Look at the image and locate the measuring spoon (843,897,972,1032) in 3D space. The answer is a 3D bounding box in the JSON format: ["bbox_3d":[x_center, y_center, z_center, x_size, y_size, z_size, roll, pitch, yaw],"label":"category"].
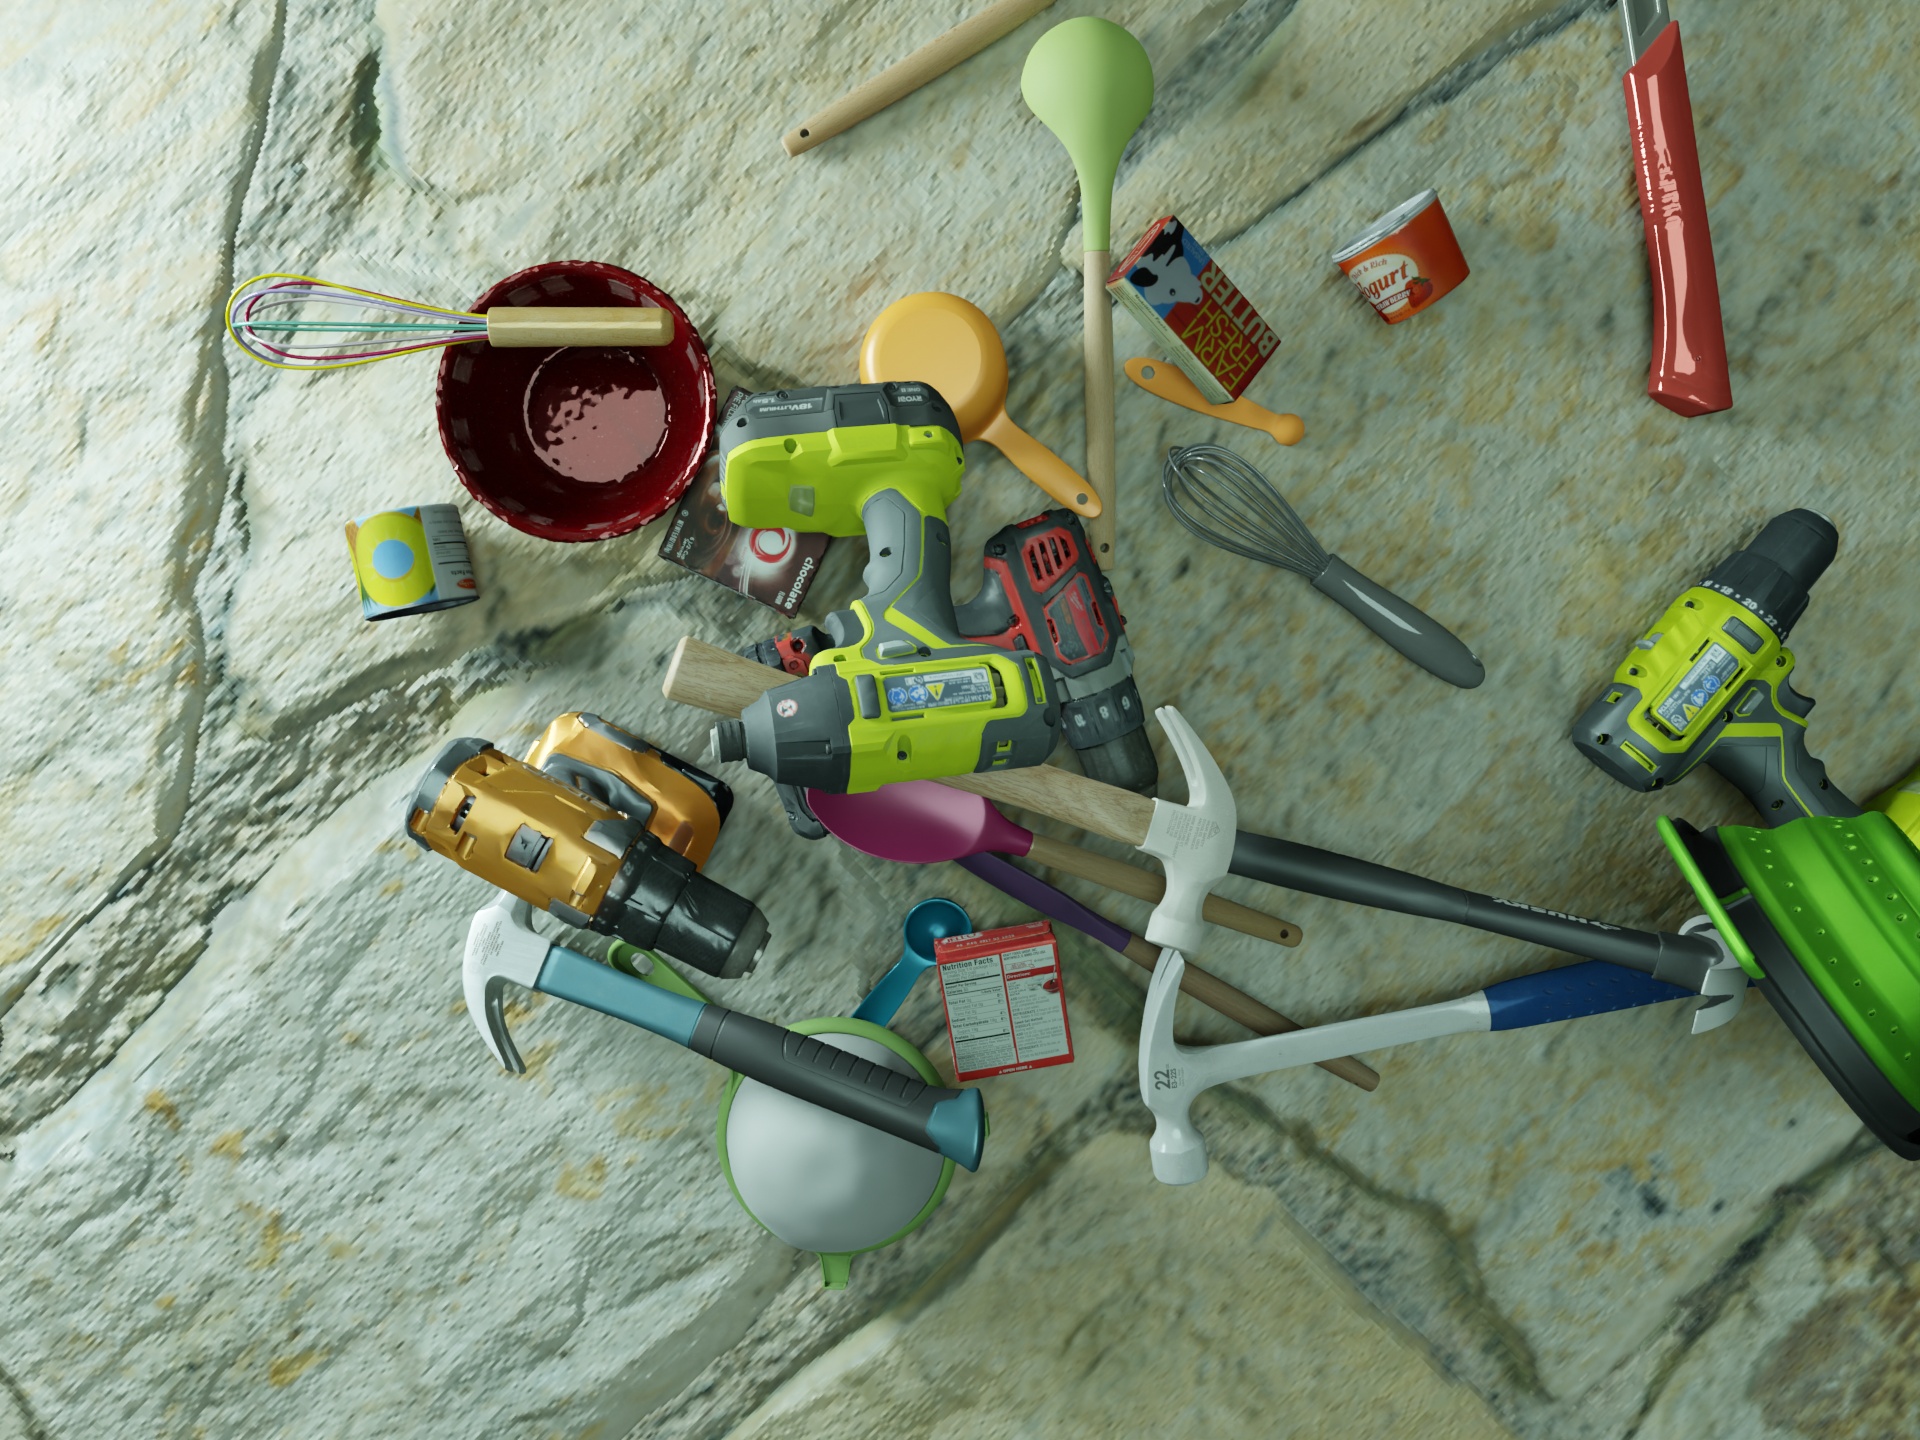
[{"bbox_3d":[-0.039,0.160,0.981,0.042,0.021,0.128,36,102,-7],"label":"measuring spoon"}]

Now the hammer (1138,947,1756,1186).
[{"bbox_3d":[0.304,0.171,0.954,0.405,0.035,0.144,-10,103,-5],"label":"hammer"}]

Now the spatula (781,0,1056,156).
[{"bbox_3d":[0.031,-0.421,0.929,0.317,0.044,0.082,-31,90,2],"label":"spatula"}]

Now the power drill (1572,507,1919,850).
[{"bbox_3d":[0.509,0.006,0.945,0.228,0.080,0.190,40,93,0],"label":"power drill"}]

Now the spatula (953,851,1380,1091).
[{"bbox_3d":[0.121,0.147,0.967,0.316,0.059,0.018,30,71,-7],"label":"spatula"}]

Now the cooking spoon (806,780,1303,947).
[{"bbox_3d":[0.062,0.080,0.923,0.318,0.017,0.069,20,84,-16],"label":"cooking spoon"}]

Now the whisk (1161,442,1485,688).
[{"bbox_3d":[0.218,-0.089,0.951,0.239,0.055,0.055,34,93,-6],"label":"whisk"}]

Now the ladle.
[{"bbox_3d":[0.080,-0.250,0.947,0.078,0.062,0.320,-3,100,-5],"label":"ladle"}]

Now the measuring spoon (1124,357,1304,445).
[{"bbox_3d":[0.154,-0.194,0.960,0.117,0.011,0.021,21,93,-2],"label":"measuring spoon"}]

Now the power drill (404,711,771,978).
[{"bbox_3d":[-0.180,0.067,0.864,0.185,0.226,0.084,28,93,-2],"label":"power drill"}]

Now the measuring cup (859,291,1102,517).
[{"bbox_3d":[0.016,-0.179,0.930,0.173,0.052,0.095,41,92,5],"label":"measuring cup"}]

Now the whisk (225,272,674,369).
[{"bbox_3d":[-0.284,-0.222,0.883,0.245,0.051,0.047,-1,87,-4],"label":"whisk"}]

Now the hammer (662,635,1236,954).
[{"bbox_3d":[0.000,0.020,0.880,0.331,0.031,0.130,19,82,-11],"label":"hammer"}]

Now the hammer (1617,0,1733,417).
[{"bbox_3d":[0.423,-0.361,0.941,0.149,0.037,0.359,-10,93,0],"label":"hammer"}]

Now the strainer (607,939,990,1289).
[{"bbox_3d":[-0.117,0.223,0.949,0.256,0.069,0.151,42,98,-2],"label":"strainer"}]

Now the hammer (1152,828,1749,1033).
[{"bbox_3d":[0.271,0.104,0.904,0.335,0.146,0.035,13,101,18],"label":"hammer"}]

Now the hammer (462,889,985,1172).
[{"bbox_3d":[-0.138,0.181,0.921,0.331,0.033,0.128,19,77,11],"label":"hammer"}]

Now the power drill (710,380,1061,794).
[{"bbox_3d":[-0.055,-0.068,0.838,0.171,0.080,0.223,-6,59,-12],"label":"power drill"}]

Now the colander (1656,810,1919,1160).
[{"bbox_3d":[0.527,0.156,0.871,0.094,0.205,0.396,-38,125,23],"label":"colander"}]

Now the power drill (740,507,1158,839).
[{"bbox_3d":[-0.001,-0.003,0.940,0.226,0.080,0.188,-22,99,-3],"label":"power drill"}]
